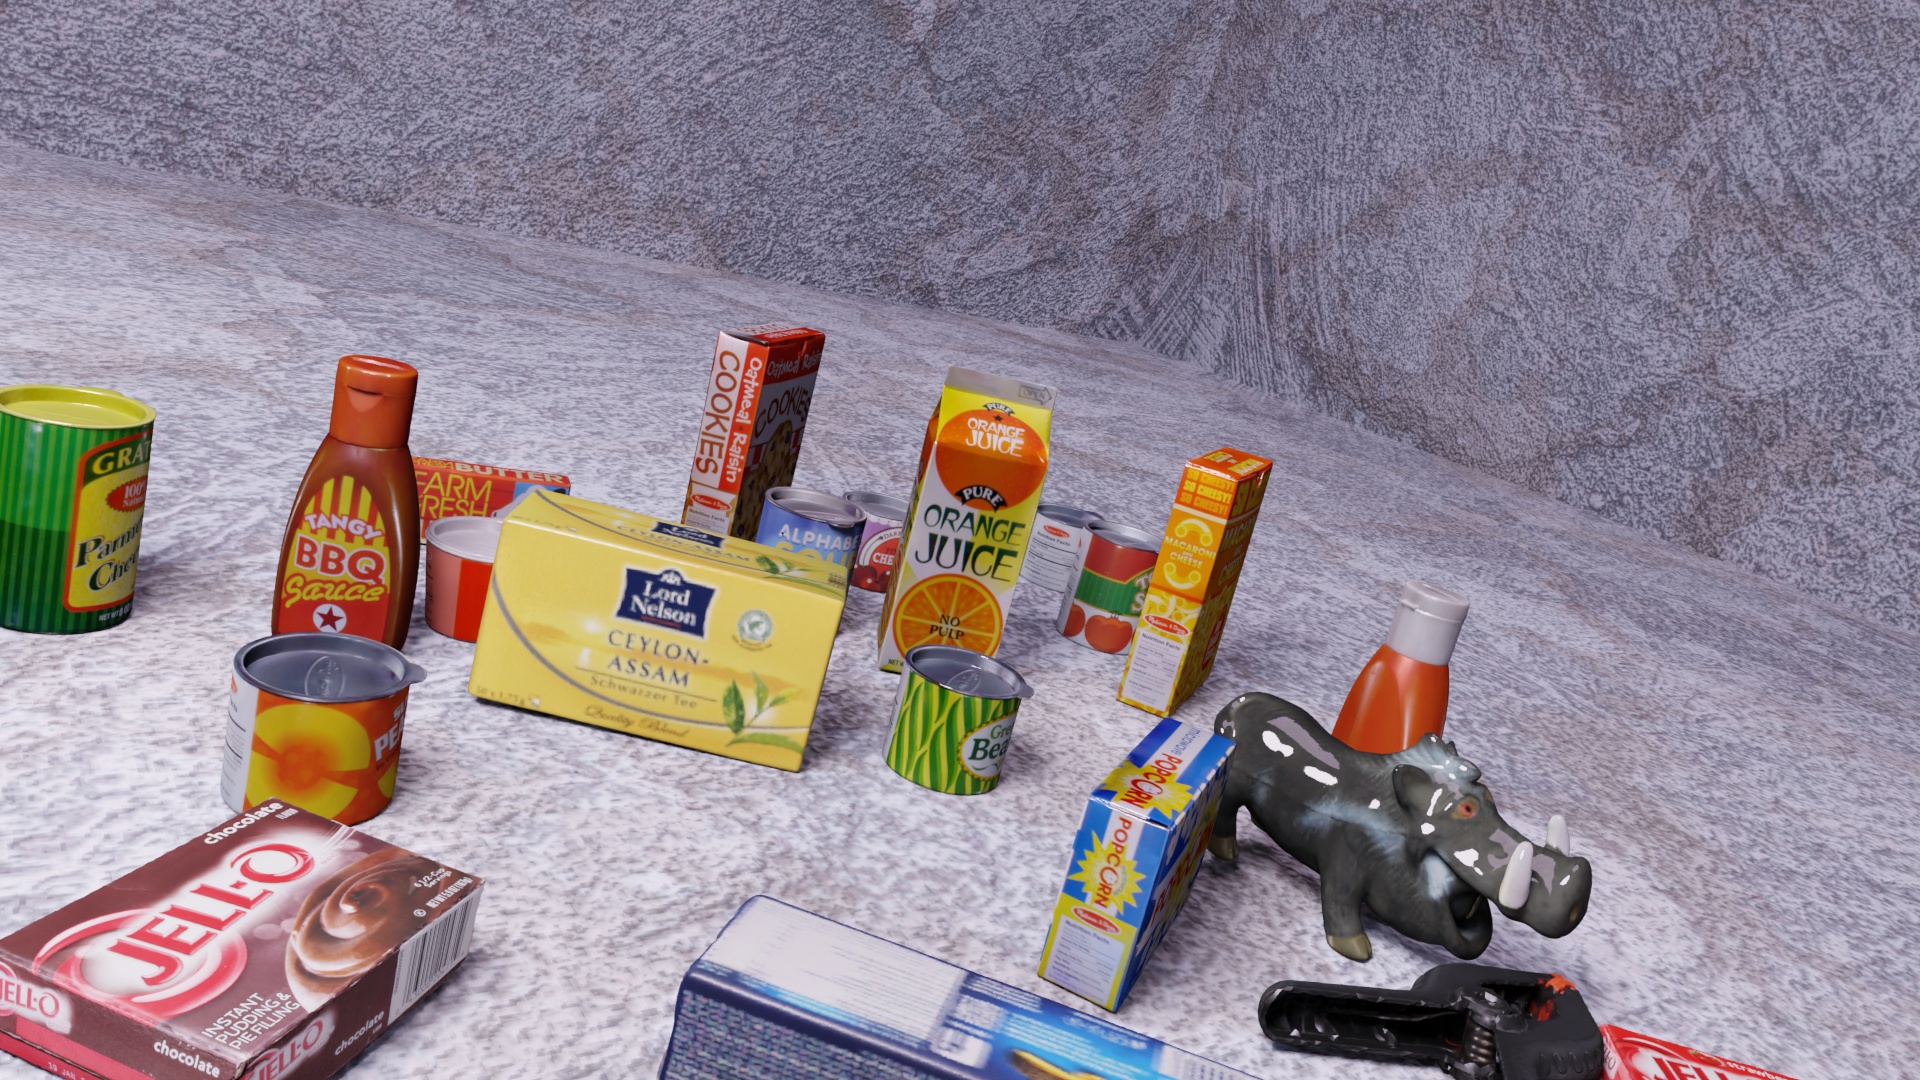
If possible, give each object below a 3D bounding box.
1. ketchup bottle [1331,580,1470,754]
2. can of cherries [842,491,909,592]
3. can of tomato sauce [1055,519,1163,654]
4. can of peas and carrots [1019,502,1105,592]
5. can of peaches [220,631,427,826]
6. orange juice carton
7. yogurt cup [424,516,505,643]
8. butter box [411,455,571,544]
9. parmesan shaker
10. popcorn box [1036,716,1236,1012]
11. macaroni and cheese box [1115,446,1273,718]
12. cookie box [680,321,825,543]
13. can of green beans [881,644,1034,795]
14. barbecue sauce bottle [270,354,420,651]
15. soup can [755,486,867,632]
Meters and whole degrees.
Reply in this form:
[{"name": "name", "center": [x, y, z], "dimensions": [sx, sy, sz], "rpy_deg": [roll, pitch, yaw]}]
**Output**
[{"name": "ketchup bottle", "center": [0.248, 0.098, 0.792], "dimensions": [0.043, 0.148, 0.065], "rpy_deg": [7, 16, -27]}, {"name": "can of cherries", "center": [-0.060, 0.002, 1.028], "dimensions": [0.071, 0.058, 0.072], "rpy_deg": [14, 14, -3]}, {"name": "can of tomato sauce", "center": [0.114, 0.035, 1.025], "dimensions": [0.071, 0.083, 0.071], "rpy_deg": [14, 14, -3]}, {"name": "can of peas and carrots", "center": [0.087, 0.006, 1.153], "dimensions": [0.071, 0.058, 0.071], "rpy_deg": [14, 14, -3]}, {"name": "can of peaches", "center": [-0.258, 0.076, 0.563], "dimensions": [0.071, 0.058, 0.071], "rpy_deg": [14, 14, -3]}, {"name": "orange juice carton", "center": [0.003, -0.011, 0.872], "dimensions": [0.072, 0.192, 0.073], "rpy_deg": [13, 14, -8]}, {"name": "yogurt cup", "center": [-0.263, 0.022, 0.766], "dimensions": [0.072, 0.053, 0.072], "rpy_deg": [14, 14, -3]}, {"name": "butter box", "center": [-0.305, -0.021, 0.886], "dimensions": [0.103, 0.053, 0.024], "rpy_deg": [8, 16, -25]}, {"name": "parmesan shaker", "center": [-0.422, -0.016, 0.656], "dimensions": [0.071, 0.102, 0.071], "rpy_deg": [14, 14, -3]}, {"name": "popcorn box", "center": [0.081, 0.137, 0.612], "dimensions": [0.038, 0.085, 0.127], "rpy_deg": [20, 15, 19]}, {"name": "macaroni and cheese box", "center": [0.162, 0.025, 0.944], "dimensions": [0.040, 0.166, 0.124], "rpy_deg": [20, 15, 19]}, {"name": "cookie box", "center": [-0.148, -0.069, 0.989], "dimensions": [0.040, 0.167, 0.123], "rpy_deg": [17, 14, 8]}, {"name": "can of green beans", "center": [-0.004, 0.095, 0.739], "dimensions": [0.071, 0.057, 0.071], "rpy_deg": [14, 14, -3]}, {"name": "barbecue sauce bottle", "center": [-0.298, -0.016, 0.687], "dimensions": [0.065, 0.148, 0.044], "rpy_deg": [13, 14, -7]}, {"name": "soup can", "center": [-0.100, 0.016, 0.887], "dimensions": [0.071, 0.083, 0.071], "rpy_deg": [14, 14, -3]}]
